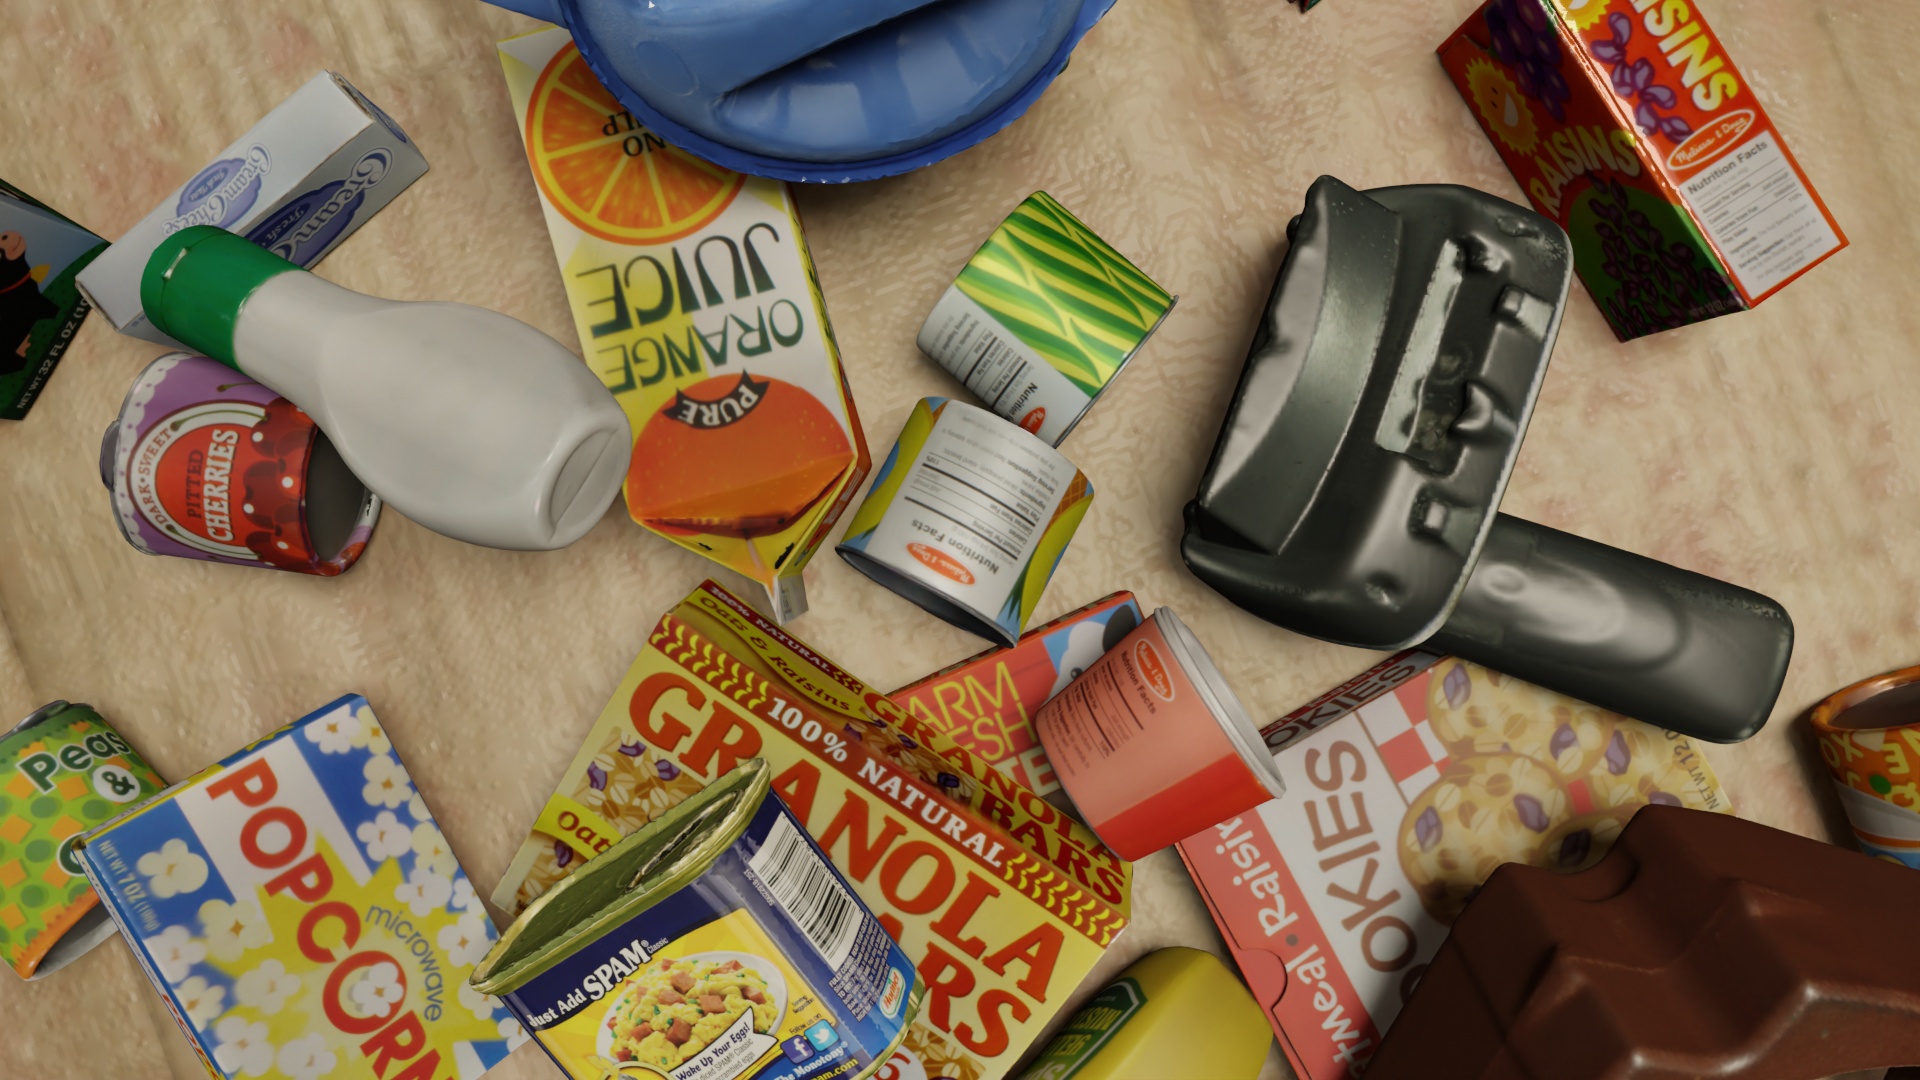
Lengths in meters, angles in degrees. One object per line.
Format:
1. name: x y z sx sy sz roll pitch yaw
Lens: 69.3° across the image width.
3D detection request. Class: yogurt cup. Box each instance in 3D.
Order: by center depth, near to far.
1. yogurt cup: 0.059 0.062 0.427 0.054 0.072 0.072 -34 90 9

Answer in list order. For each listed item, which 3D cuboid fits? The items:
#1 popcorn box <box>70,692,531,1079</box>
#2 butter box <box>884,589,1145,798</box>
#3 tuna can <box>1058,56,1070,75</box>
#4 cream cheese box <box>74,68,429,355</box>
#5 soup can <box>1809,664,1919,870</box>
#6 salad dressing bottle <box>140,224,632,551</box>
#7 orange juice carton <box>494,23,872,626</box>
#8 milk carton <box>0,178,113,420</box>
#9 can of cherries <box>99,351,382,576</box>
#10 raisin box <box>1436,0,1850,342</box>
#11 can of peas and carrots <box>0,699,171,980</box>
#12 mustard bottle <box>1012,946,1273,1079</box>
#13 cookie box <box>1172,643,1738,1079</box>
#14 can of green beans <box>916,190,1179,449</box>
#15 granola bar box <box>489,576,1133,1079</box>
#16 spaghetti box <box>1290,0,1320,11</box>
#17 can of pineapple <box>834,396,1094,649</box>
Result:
1. popcorn box: -0.197 0.123 0.429 0.085 0.038 0.126 -33 100 -39
2. butter box: 0.021 0.060 0.470 0.103 0.024 0.053 -23 91 -1
3. tuna can: 0.004 -0.175 0.455 0.033 0.071 0.071 -34 90 -2
4. cream cheese box: -0.227 -0.105 0.452 0.104 0.053 0.024 -41 91 -2
5. soup can: 0.328 0.090 0.457 0.071 0.071 0.083 -22 89 -1
6. salad dressing bottle: -0.167 -0.048 0.401 0.148 0.044 0.064 26 79 13
7. orange juice carton: -0.079 -0.067 0.446 0.073 0.072 0.192 -16 89 -1
8. milk carton: -0.331 -0.088 0.381 0.073 0.190 0.072 30 89 -1
9. can of cherries: -0.225 -0.023 0.442 0.058 0.071 0.071 8 89 -2
10. raisin box: 0.213 -0.129 0.447 0.040 0.086 0.123 -33 90 4
11. can of peas and carrots: -0.285 0.094 0.441 0.071 0.071 0.059 -44 91 -1
12. mustard bottle: 0.027 0.191 0.422 0.161 0.065 0.049 -36 85 -30
13. cookie box: 0.165 0.102 0.465 0.167 0.040 0.123 -28 90 -1
14. can of green beans: 0.028 -0.071 0.452 0.058 0.071 0.071 40 89 0
15. granola bar box: -0.047 0.108 0.444 0.165 0.039 0.123 34 108 -1
16. spaghetti box: 0.068 -0.300 0.475 0.050 0.028 0.250 -35 90 -1
17. can of pineapple: 0.002 -0.006 0.449 0.071 0.071 0.058 29 81 -1
